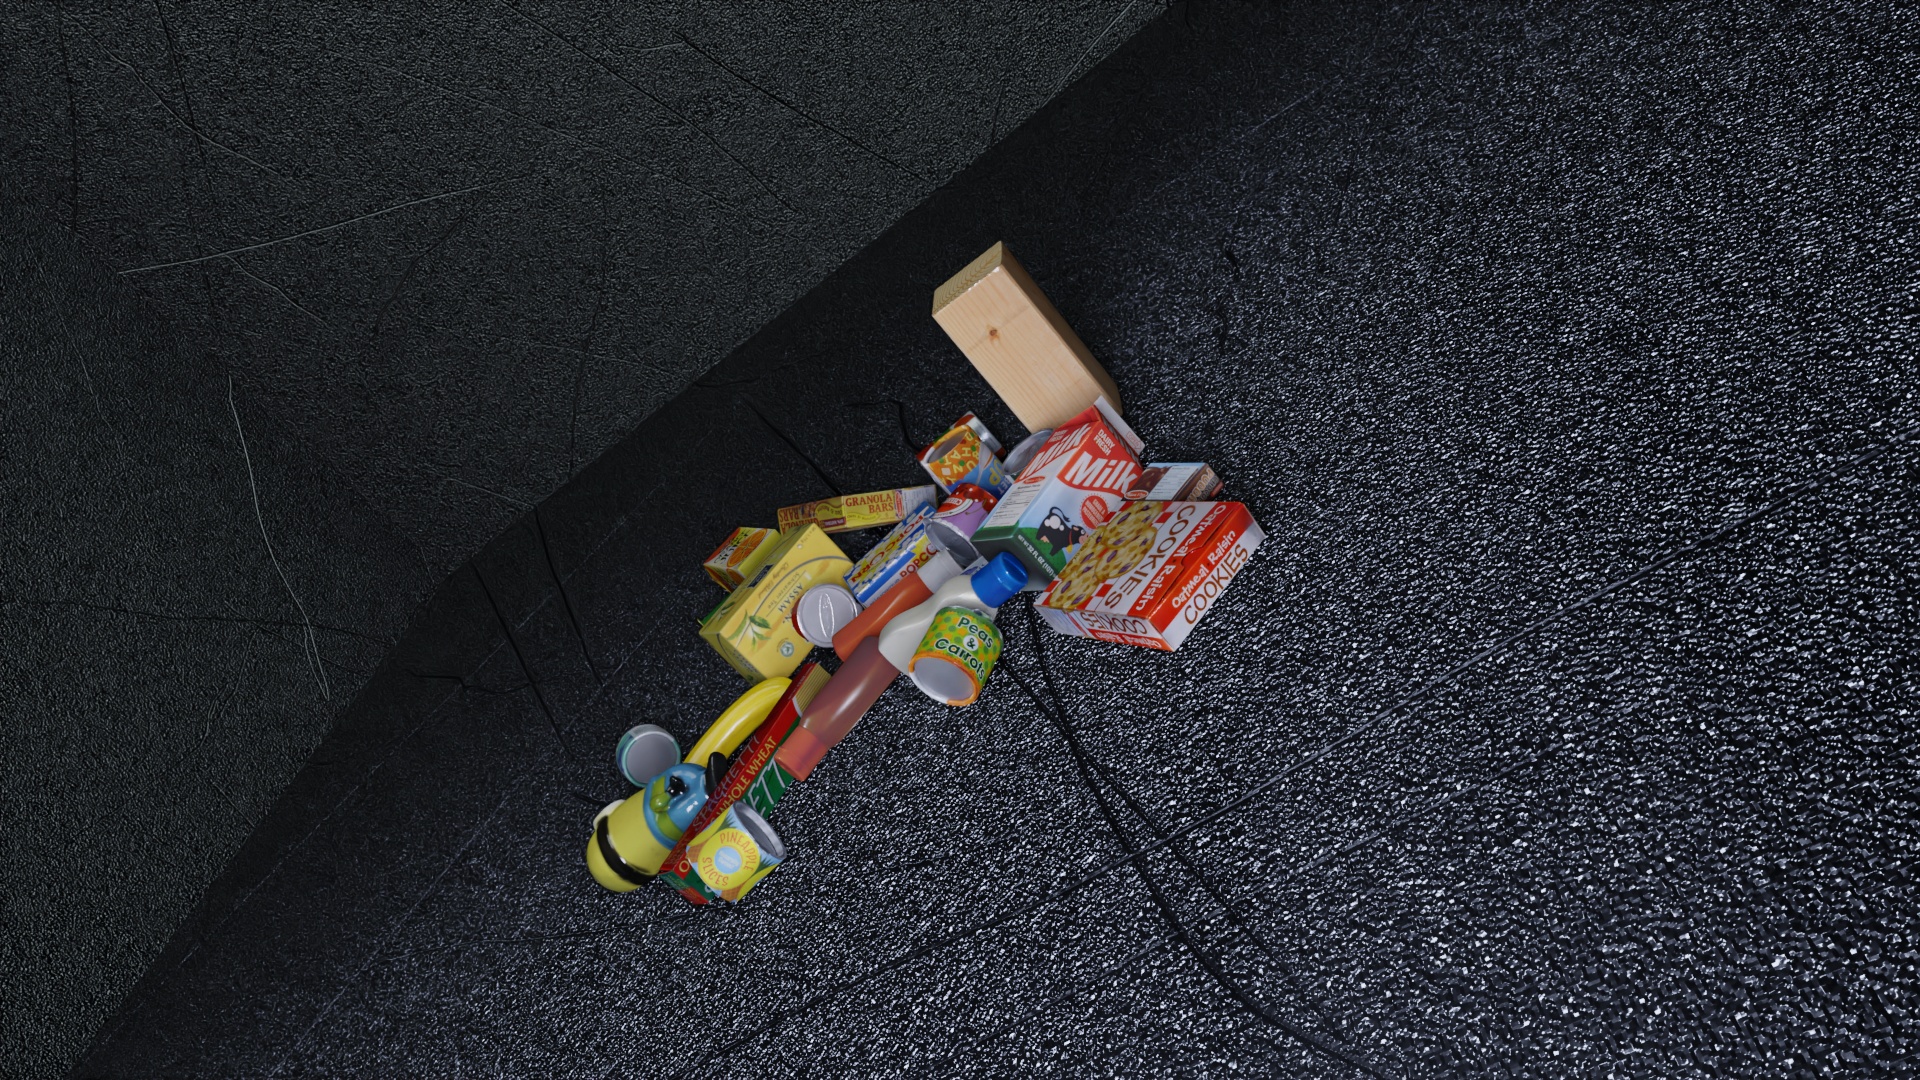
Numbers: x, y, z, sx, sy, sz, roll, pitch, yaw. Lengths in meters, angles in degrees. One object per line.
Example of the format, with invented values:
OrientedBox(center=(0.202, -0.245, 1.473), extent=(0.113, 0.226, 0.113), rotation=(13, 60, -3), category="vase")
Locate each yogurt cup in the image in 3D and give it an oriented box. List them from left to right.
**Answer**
OrientedBox(center=(-0.149, 0.081, 1.497), extent=(0.072, 0.072, 0.054), rotation=(-49, 13, -19), category="yogurt cup")

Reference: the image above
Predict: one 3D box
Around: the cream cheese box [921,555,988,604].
OrientedBox(center=(0.002, 0.054, 1.331), extent=(0.103, 0.024, 0.053), rotation=(-38, 21, 10), category="cream cheese box")

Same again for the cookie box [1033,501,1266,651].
OrientedBox(center=(0.147, 0.024, 1.108), extent=(0.123, 0.040, 0.167), rotation=(-49, 21, -18), category="cookie box")

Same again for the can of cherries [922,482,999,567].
OrientedBox(center=(0.005, -0.018, 1.403), extent=(0.058, 0.071, 0.071), rotation=(-51, 22, -23), category="can of cherries")

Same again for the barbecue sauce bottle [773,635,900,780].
OrientedBox(center=(-0.115, 0.158, 1.309), extent=(0.149, 0.043, 0.065), rotation=(-50, 22, -20), category="barbecue sauce bottle")

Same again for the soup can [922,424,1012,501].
OrientedBox(center=(0.012, -0.074, 1.486), extent=(0.071, 0.083, 0.071), rotation=(-36, 21, 16), category="soup can")

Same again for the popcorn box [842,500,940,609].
OrientedBox(center=(-0.064, 0.020, 1.501), extent=(0.127, 0.038, 0.085), rotation=(-43, 19, -2), category="popcorn box")

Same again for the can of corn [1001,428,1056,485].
OrientedBox(center=(0.086, -0.069, 1.380), extent=(0.071, 0.058, 0.071), rotation=(-36, 21, 16), category="can of corn")

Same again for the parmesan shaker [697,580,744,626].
OrientedBox(center=(-0.255, 0.084, 1.668), extent=(0.103, 0.071, 0.071), rotation=(-45, 20, -9), category="parmesan shaker")

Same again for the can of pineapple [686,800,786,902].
OrientedBox(center=(-0.193, 0.267, 1.192), extent=(0.058, 0.071, 0.071), rotation=(-43, 20, 1), category="can of pineapple")

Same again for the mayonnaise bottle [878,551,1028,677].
OrientedBox(center=(-0.004, 0.066, 1.243), extent=(0.147, 0.064, 0.041), rotation=(-39, 24, 25), category="mayonnaise bottle")

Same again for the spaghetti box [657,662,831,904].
OrientedBox(center=(-0.189, 0.223, 1.300), extent=(0.028, 0.050, 0.251), rotation=(-18, 31, 50), category="spaghetti box")

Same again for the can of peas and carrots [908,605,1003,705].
OrientedBox(center=(-0.003, 0.098, 1.189), extent=(0.070, 0.071, 0.059), rotation=(-21, 30, 44), category="can of peas and carrots")

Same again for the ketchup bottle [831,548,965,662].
OrientedBox(center=(-0.060, 0.068, 1.389), extent=(0.149, 0.043, 0.065), rotation=(-40, 12, 4), category="ketchup bottle")

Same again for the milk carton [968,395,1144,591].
OrientedBox(center=(0.101, -0.046, 1.286), extent=(0.191, 0.072, 0.073), rotation=(-52, 23, -23), category="milk carton")

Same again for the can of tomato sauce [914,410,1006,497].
OrientedBox(center=(0.000, -0.097, 1.581), extent=(0.083, 0.071, 0.071), rotation=(-41, 20, 2), category="can of tomato sauce")

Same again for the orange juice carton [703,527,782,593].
OrientedBox(center=(-0.270, 0.032, 1.800), extent=(0.072, 0.073, 0.192), rotation=(-49, 21, -17), category="orange juice carton")

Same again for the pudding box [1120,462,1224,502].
OrientedBox(center=(0.181, -0.041, 1.192), extent=(0.050, 0.030, 0.083), rotation=(-50, 21, -17), category="pudding box")

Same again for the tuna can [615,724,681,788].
OrientedBox(center=(-0.342, 0.240, 1.525), extent=(0.071, 0.071, 0.033), rotation=(-48, 22, -15), category="tuna can")

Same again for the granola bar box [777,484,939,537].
OrientedBox(center=(-0.120, -0.032, 1.614), extent=(0.124, 0.039, 0.165), rotation=(-9, 1, -33), category="granola bar box")
